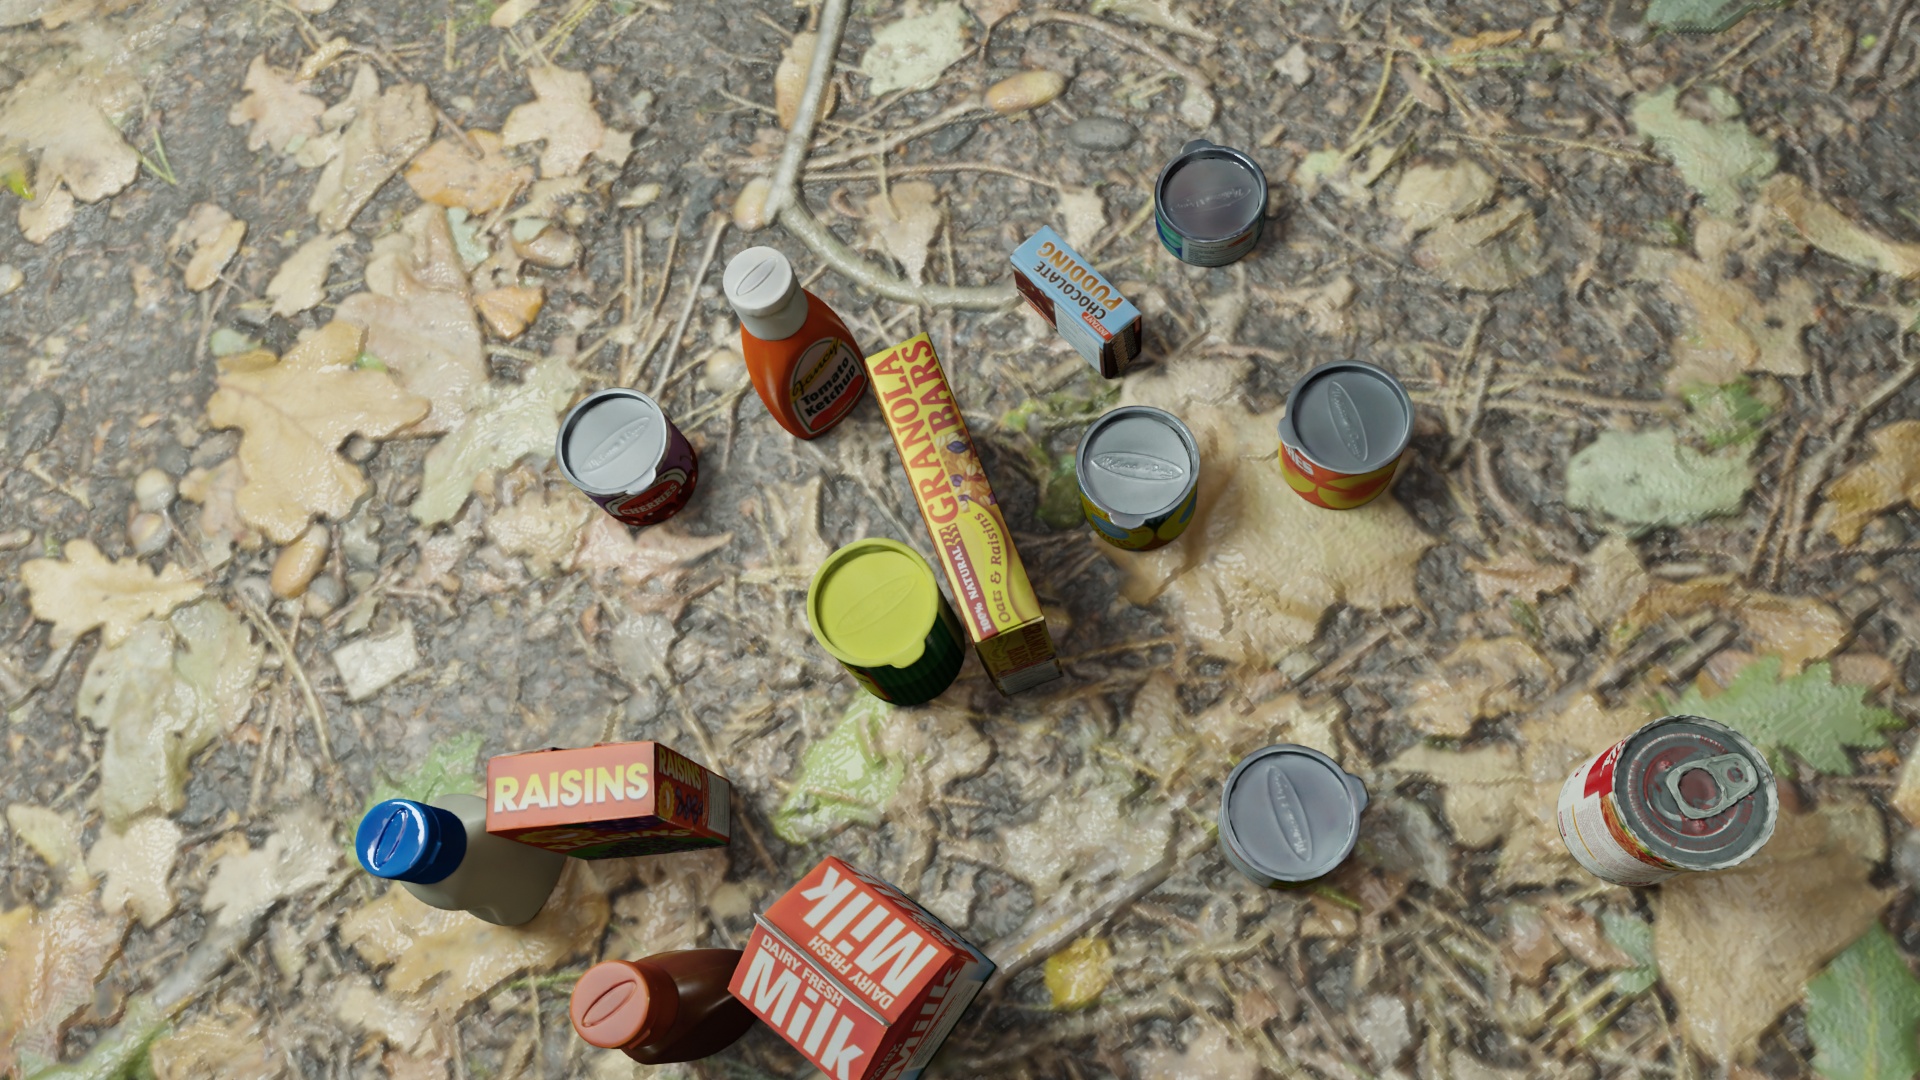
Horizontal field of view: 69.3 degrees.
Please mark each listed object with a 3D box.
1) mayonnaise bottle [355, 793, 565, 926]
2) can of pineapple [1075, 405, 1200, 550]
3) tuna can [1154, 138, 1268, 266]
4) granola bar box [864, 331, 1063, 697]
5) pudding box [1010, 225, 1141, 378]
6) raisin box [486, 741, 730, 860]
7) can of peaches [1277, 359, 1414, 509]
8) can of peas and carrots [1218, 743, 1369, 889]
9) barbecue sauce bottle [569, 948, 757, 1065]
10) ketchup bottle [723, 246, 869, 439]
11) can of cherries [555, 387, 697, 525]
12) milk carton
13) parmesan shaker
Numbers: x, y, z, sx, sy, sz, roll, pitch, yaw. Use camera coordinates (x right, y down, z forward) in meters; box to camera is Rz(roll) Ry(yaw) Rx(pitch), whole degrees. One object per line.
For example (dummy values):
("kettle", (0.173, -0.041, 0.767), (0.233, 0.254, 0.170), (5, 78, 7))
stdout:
("mayonnaise bottle", (-0.249, 0.158, 0.701), (0.041, 0.147, 0.065), (17, 75, 14))
("can of pineapple", (0.097, -0.032, 0.765), (0.071, 0.057, 0.071), (-3, 71, 8))
("tuna can", (0.148, -0.201, 0.830), (0.071, 0.032, 0.071), (-3, 71, 7))
("granola bar box", (0.003, -0.009, 0.735), (0.039, 0.124, 0.166), (-22, 69, 1))
("pudding box", (0.067, -0.139, 0.811), (0.030, 0.049, 0.084), (-41, 70, -6))
("raisin box", (-0.176, 0.134, 0.711), (0.086, 0.123, 0.040), (-6, 71, 6))
("can of peaches", (0.206, -0.056, 0.757), (0.071, 0.058, 0.071), (-3, 71, 8))
("can of peas and carrots", (0.165, 0.138, 0.695), (0.071, 0.058, 0.071), (-3, 71, 8))
("barbecue sauce bottle", (-0.139, 0.222, 0.662), (0.065, 0.148, 0.044), (-38, 70, -5))
("ketchup bottle", (-0.094, -0.111, 0.771), (0.043, 0.148, 0.065), (41, 82, 19))
("can of cherries", (-0.193, -0.046, 0.811), (0.071, 0.058, 0.071), (-3, 71, 8))
("milk carton", (-0.043, 0.199, 0.634), (0.072, 0.190, 0.073), (34, 79, 17))
("parmesan shaker", (-0.035, 0.048, 0.732), (0.071, 0.103, 0.071), (-3, 71, 8))
